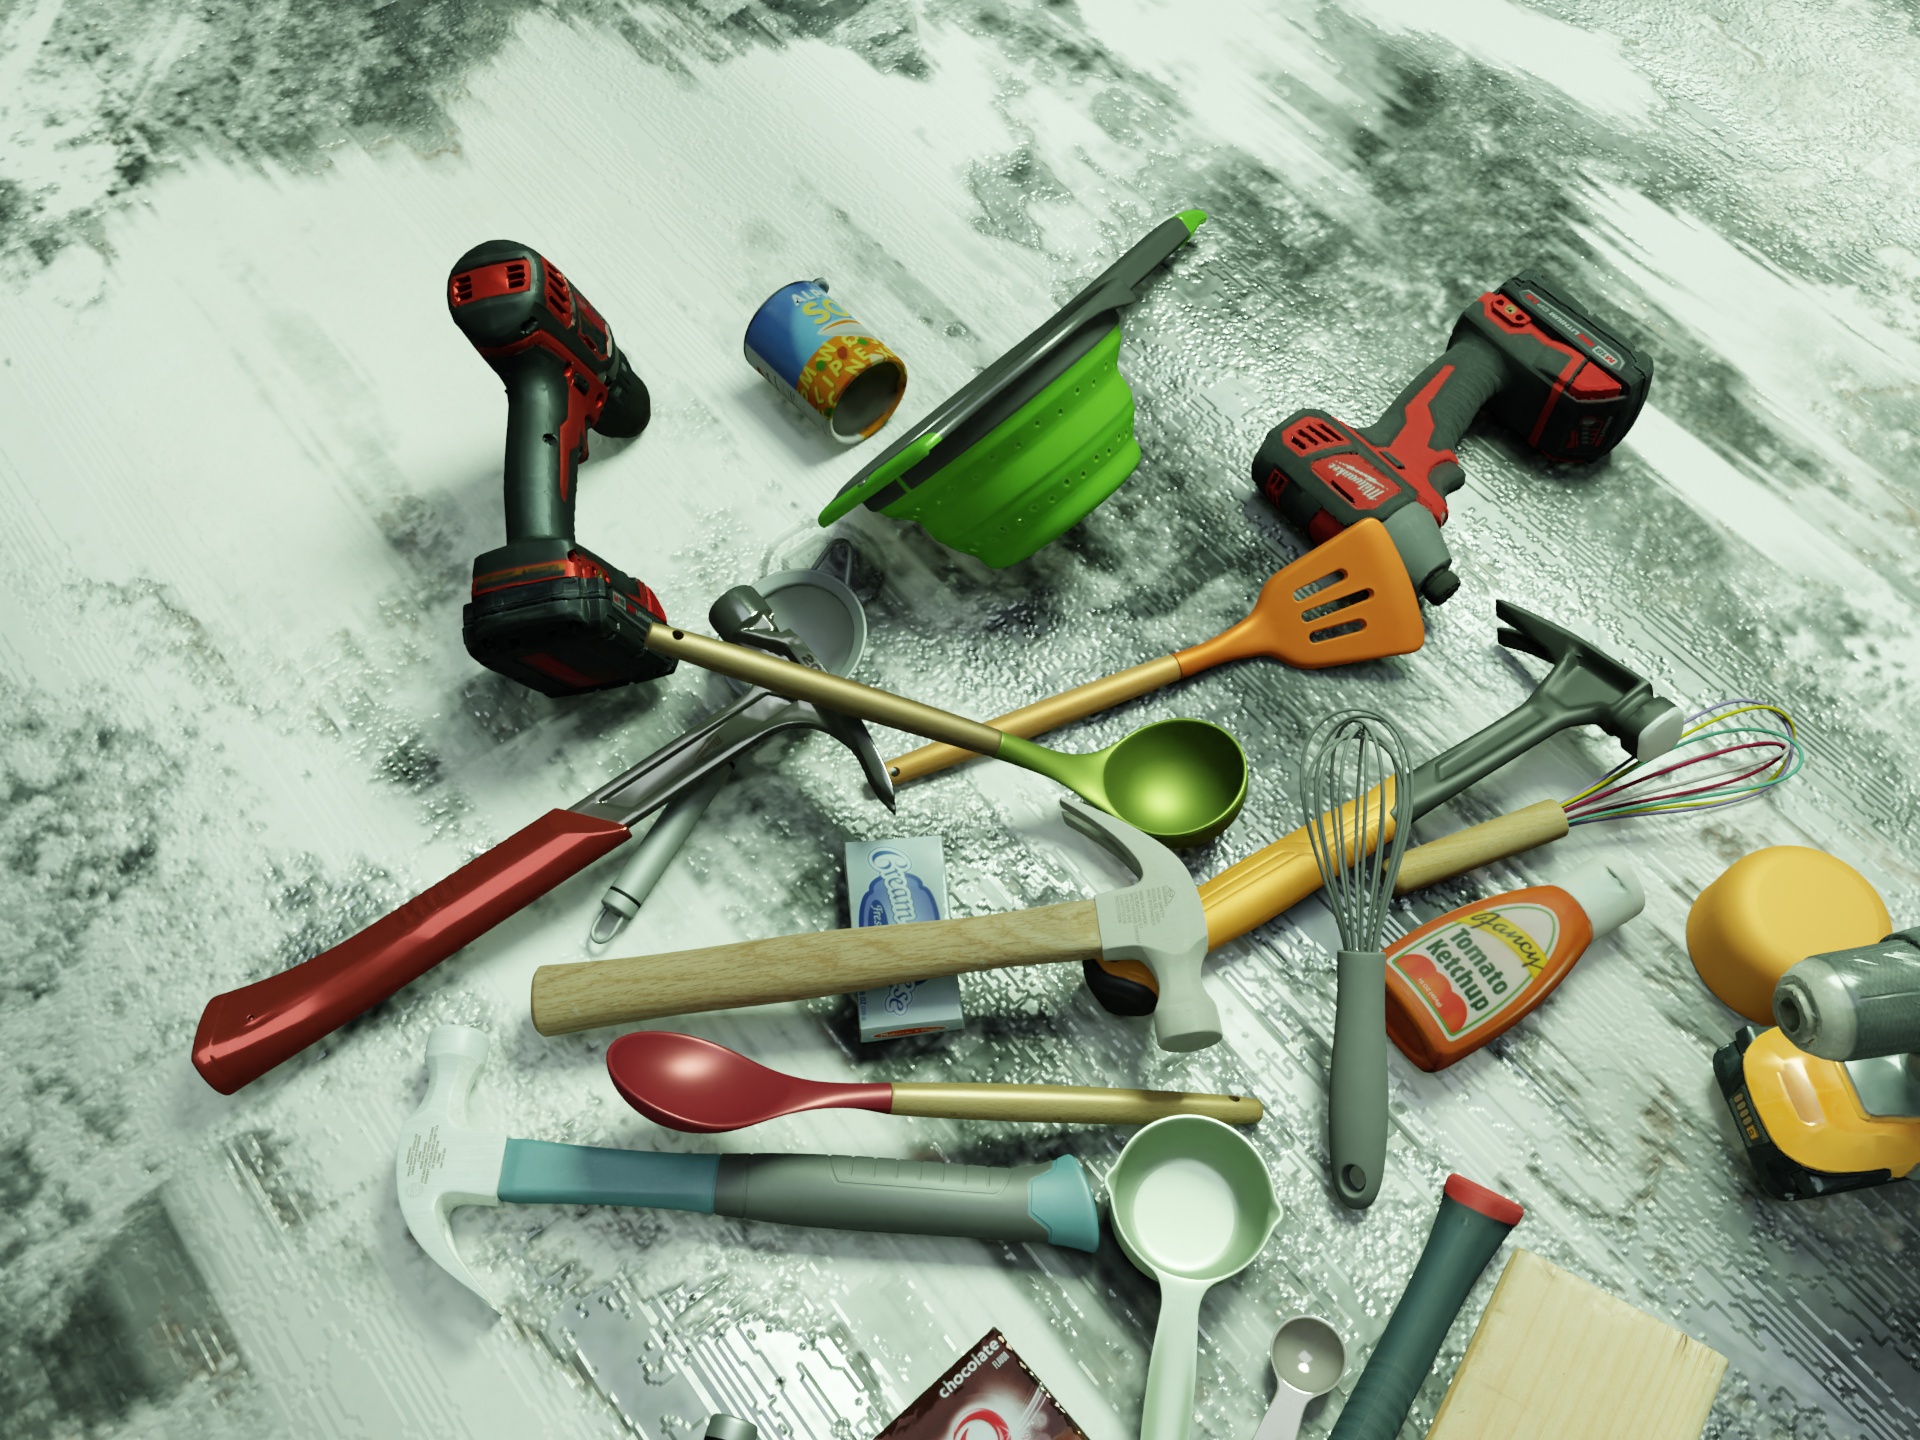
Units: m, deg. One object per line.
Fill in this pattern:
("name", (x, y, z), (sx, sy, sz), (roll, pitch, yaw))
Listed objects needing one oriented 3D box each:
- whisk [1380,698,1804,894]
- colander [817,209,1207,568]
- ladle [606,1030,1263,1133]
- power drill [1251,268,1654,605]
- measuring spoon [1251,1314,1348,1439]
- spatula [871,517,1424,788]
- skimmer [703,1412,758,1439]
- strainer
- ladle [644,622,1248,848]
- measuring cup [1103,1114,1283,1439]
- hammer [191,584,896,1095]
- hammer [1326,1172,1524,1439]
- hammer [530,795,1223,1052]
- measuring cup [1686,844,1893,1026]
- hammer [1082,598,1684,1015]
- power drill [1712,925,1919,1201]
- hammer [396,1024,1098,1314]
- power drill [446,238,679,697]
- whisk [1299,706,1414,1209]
("whisk", (0.340, 0.049, 0.850), (0.245, 0.047, 0.051), (-19, 50, -6))
("colander", (0.076, -0.199, 0.959), (0.094, 0.204, 0.397), (52, 49, -11))
("ladle", (-0.008, 0.178, 0.752), (0.315, 0.031, 0.069), (5, 21, -10))
("power drill", (0.298, -0.164, 0.954), (0.219, 0.078, 0.143), (-34, 66, -16))
("measuring spoon", (0.136, 0.324, 0.702), (0.034, 0.018, 0.124), (22, 68, 19))
("spatula", (0.100, -0.023, 0.886), (0.322, 0.041, 0.081), (-21, 91, -10))
("skimmer", (-0.158, 0.439, 0.586), (0.127, 0.090, 0.364), (-6, 51, 33))
("strainer", (-0.126, 0.012, 0.866), (0.087, 0.050, 0.258), (24, 68, 20))
("ladle", (-0.001, -0.003, 0.809), (0.320, 0.062, 0.078), (18, 49, -15))
("measuring cup", (0.098, 0.265, 0.721), (0.083, 0.038, 0.168), (10, 62, 5))
("hammer", (-0.212, 0.079, 0.803), (0.359, 0.036, 0.149), (-34, 72, -11))
("hammer", (0.139, 0.347, 0.651), (0.038, 0.143, 0.386), (22, 49, 29))
("hammer", (-0.046, 0.114, 0.781), (0.331, 0.031, 0.130), (-7, 61, 2))
("measuring cup", (0.464, 0.113, 0.803), (0.173, 0.052, 0.095), (9, 60, 7))
("hammer", (0.207, 0.050, 0.837), (0.337, 0.034, 0.127), (-30, 43, -12))
("power drill", (0.408, 0.141, 0.686), (0.185, 0.226, 0.084), (-8, 60, -5))
("hammer", (-0.100, 0.217, 0.749), (0.331, 0.033, 0.128), (3, 59, 1))
("power drill", (-0.215, -0.132, 0.893), (0.080, 0.187, 0.227), (-10, 77, 9))
("whisk", (0.189, 0.113, 0.764), (0.055, 0.055, 0.239), (1, 85, 0))
